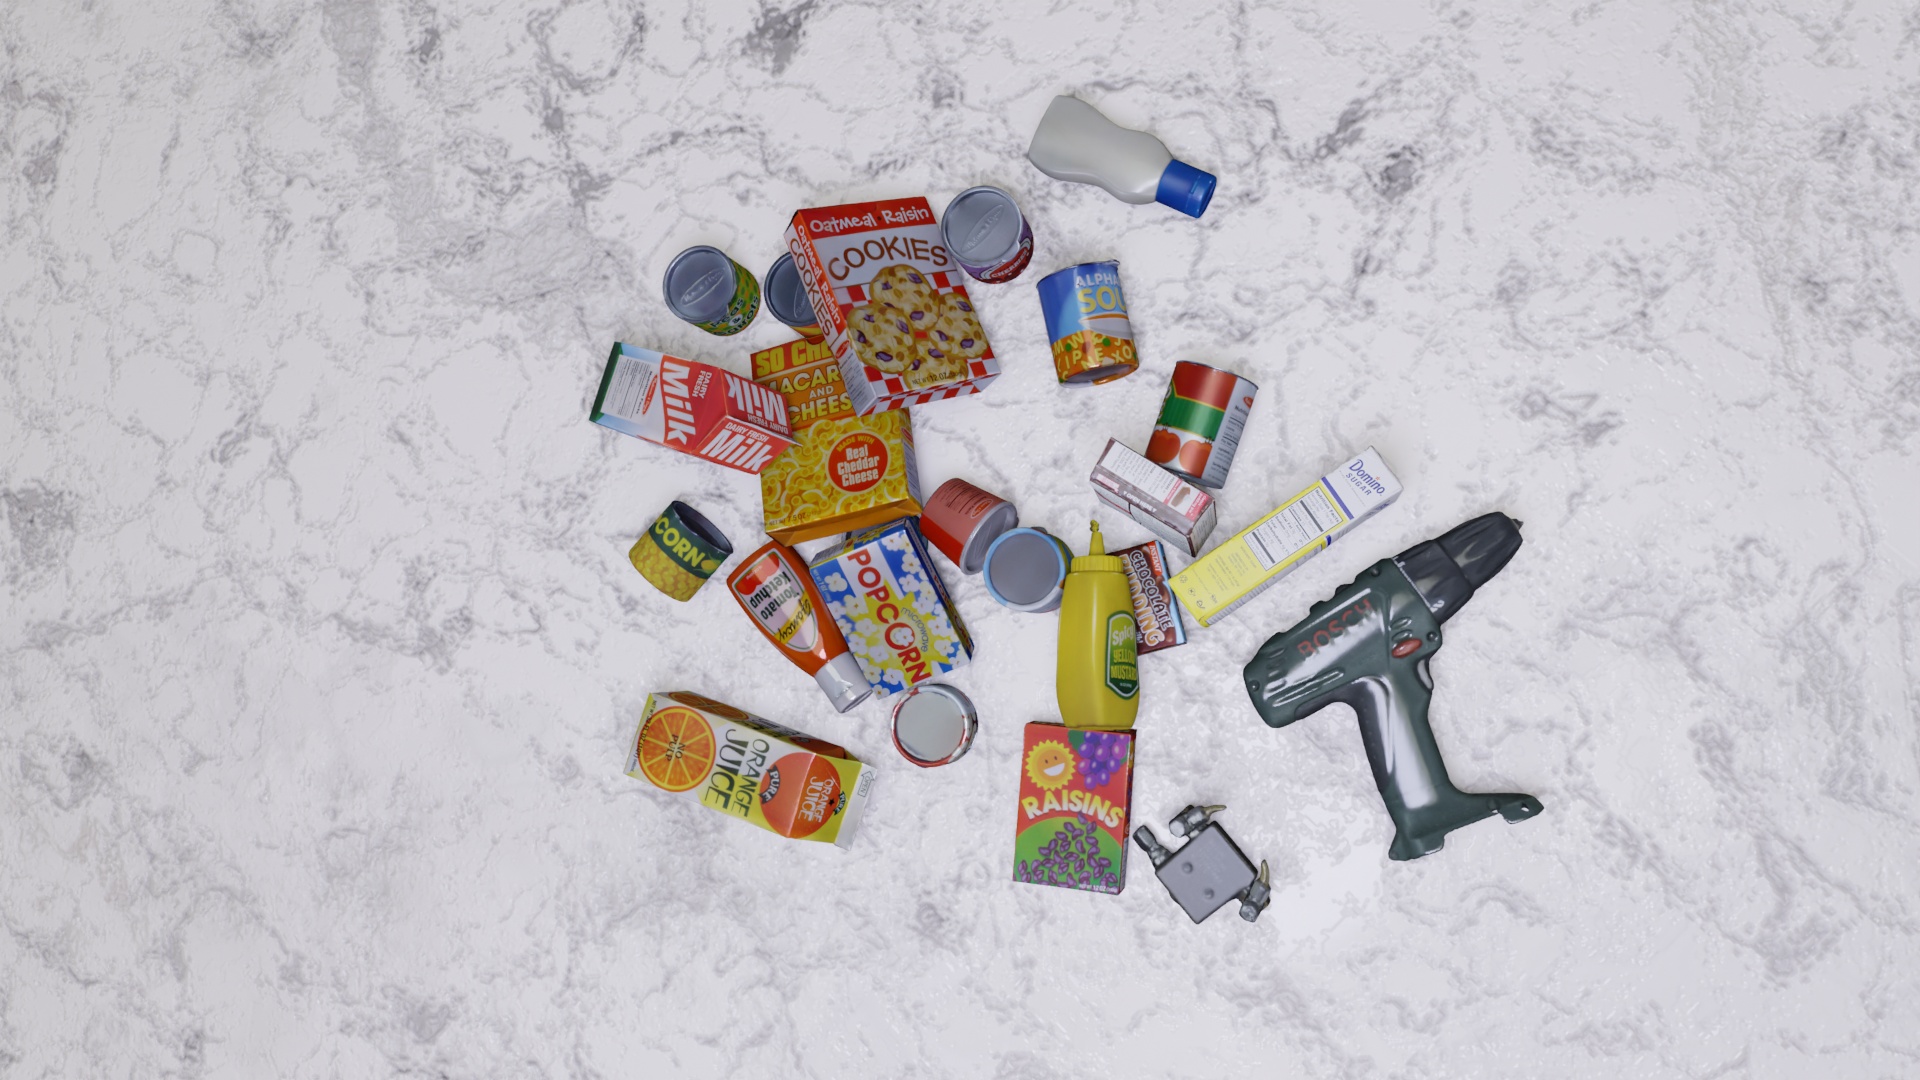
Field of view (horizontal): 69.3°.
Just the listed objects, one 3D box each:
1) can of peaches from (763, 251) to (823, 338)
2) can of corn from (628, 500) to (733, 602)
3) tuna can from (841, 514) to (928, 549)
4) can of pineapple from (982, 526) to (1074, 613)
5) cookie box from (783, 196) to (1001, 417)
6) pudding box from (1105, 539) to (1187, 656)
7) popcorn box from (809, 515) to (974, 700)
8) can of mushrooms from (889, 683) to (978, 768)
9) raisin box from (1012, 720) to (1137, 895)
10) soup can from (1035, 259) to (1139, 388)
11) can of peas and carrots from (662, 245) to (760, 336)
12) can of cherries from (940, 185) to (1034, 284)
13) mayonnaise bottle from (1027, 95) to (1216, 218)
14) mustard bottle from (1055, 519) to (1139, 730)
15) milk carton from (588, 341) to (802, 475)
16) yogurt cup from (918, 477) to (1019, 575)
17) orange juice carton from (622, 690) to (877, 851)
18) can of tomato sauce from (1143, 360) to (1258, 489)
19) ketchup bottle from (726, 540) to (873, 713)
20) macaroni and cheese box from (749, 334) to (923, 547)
[{"bbox_3d":[-0.121,-0.203,1.159,0.071,0.058,0.071,-1,84,13],"label":"can of peaches"},{"bbox_3d":[-0.235,0.009,1.160,0.071,0.071,0.058,44,97,14],"label":"can of corn"},{"bbox_3d":[-0.063,0.000,1.138,0.071,0.033,0.071,-1,84,14],"label":"tuna can"},{"bbox_3d":[0.055,0.022,1.094,0.071,0.058,0.071,-1,84,14],"label":"can of pineapple"},{"bbox_3d":[-0.054,-0.191,1.113,0.123,0.040,0.167,-15,77,-33],"label":"cookie box"},{"bbox_3d":[0.143,0.046,1.084,0.049,0.030,0.084,-14,82,12],"label":"pudding box"},{"bbox_3d":[-0.054,0.053,1.102,0.085,0.038,0.126,-23,106,10],"label":"popcorn box"},{"bbox_3d":[-0.022,0.150,1.113,0.071,0.033,0.071,-1,84,13],"label":"can of mushrooms"},{"bbox_3d":[0.089,0.205,1.078,0.086,0.040,0.123,4,87,14],"label":"raisin box"},{"bbox_3d":[0.103,-0.170,1.095,0.071,0.071,0.084,-14,82,12],"label":"soup can"},{"bbox_3d":[-0.209,-0.209,1.181,0.071,0.059,0.071,-1,85,14],"label":"can of peas and carrots"},{"bbox_3d":[0.024,-0.245,1.127,0.071,0.058,0.071,-1,84,13],"label":"can of cherries"},{"bbox_3d":[0.131,-0.303,1.116,0.148,0.041,0.064,27,93,14],"label":"mayonnaise bottle"},{"bbox_3d":[0.103,0.062,1.047,0.048,0.065,0.160,-7,79,37],"label":"mustard bottle"},{"bbox_3d":[-0.212,-0.105,1.127,0.191,0.072,0.073,18,89,42],"label":"milk carton"},{"bbox_3d":[0.004,-0.014,1.108,0.054,0.072,0.072,34,94,22],"label":"yogurt cup"},{"bbox_3d":[-0.164,0.186,1.124,0.193,0.073,0.072,18,89,14],"label":"orange juice carton"},{"bbox_3d":[0.183,-0.089,1.070,0.071,0.071,0.083,19,90,15],"label":"can of tomato sauce"},{"bbox_3d":[-0.127,0.073,1.141,0.064,0.043,0.149,-40,78,8],"label":"ketchup bottle"},{"bbox_3d":[-0.103,-0.090,1.133,0.123,0.040,0.167,-13,68,12],"label":"macaroni and cheese box"}]
